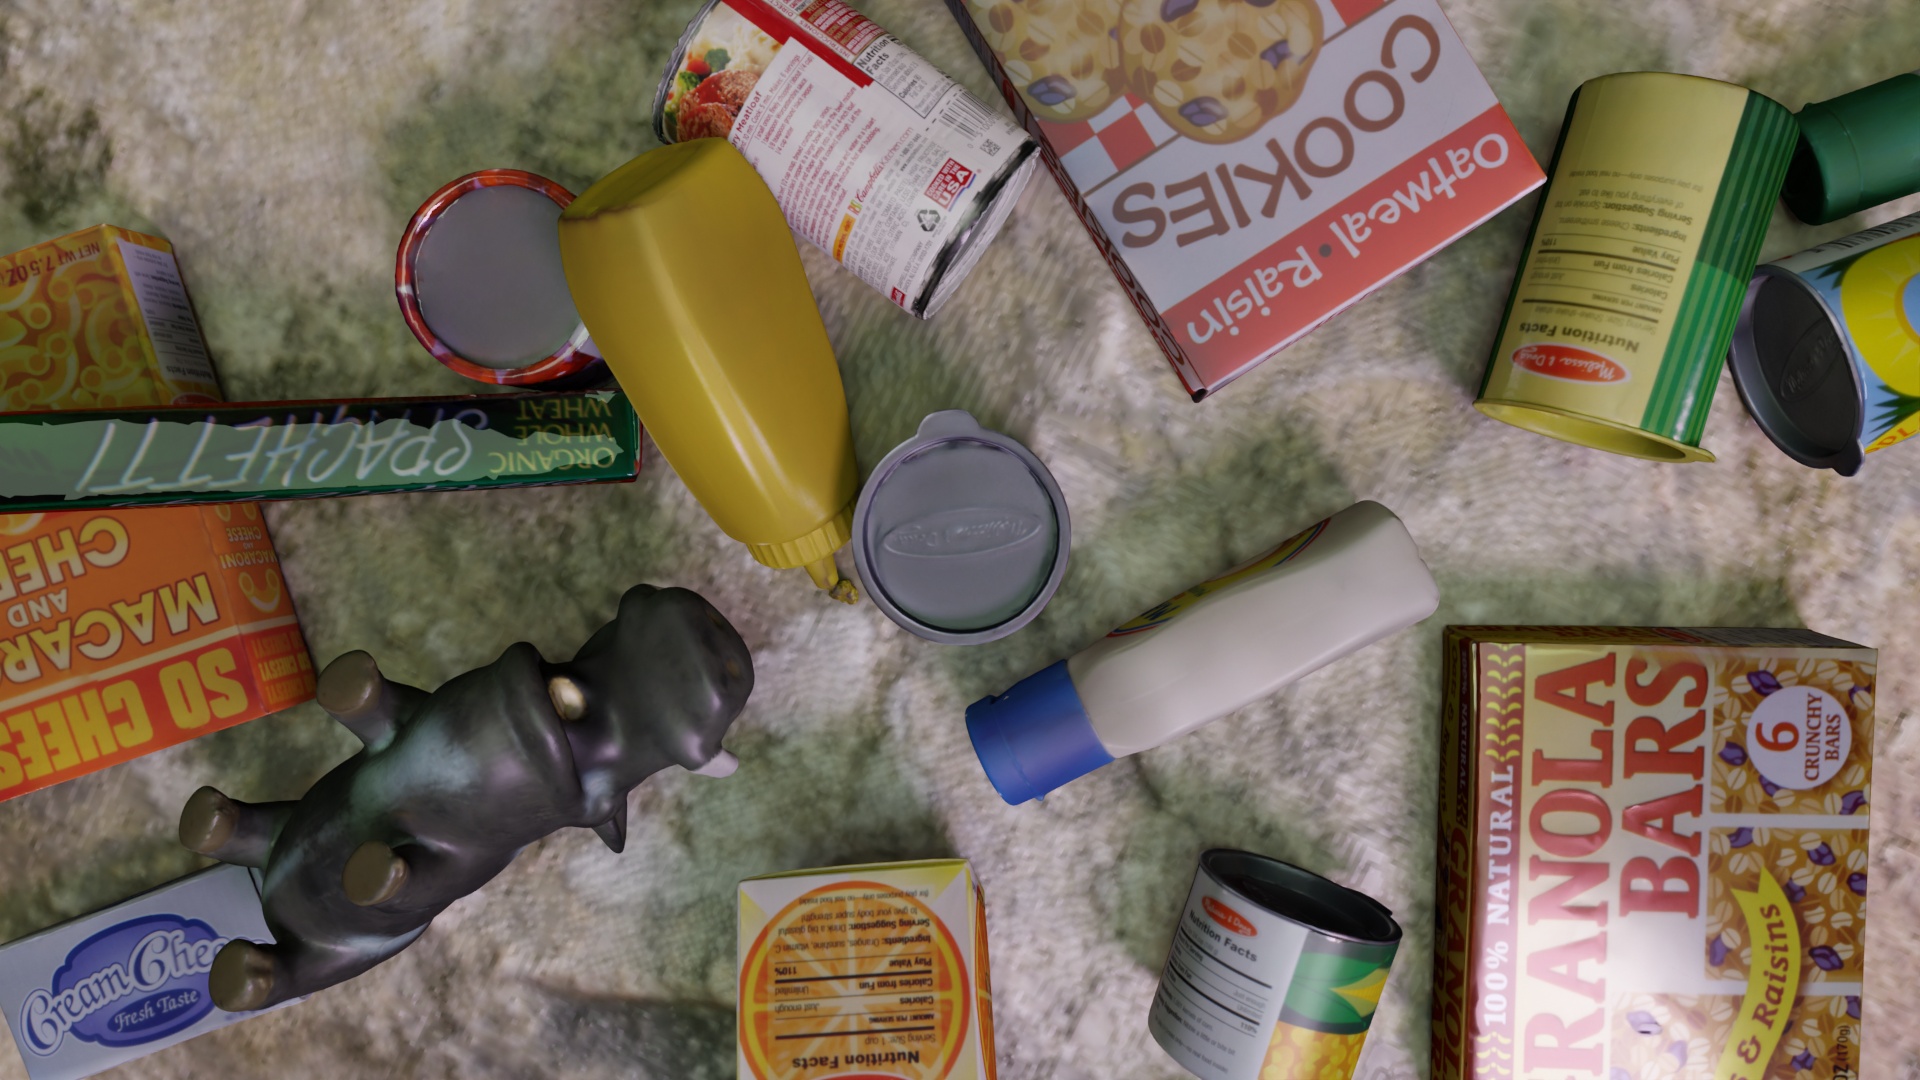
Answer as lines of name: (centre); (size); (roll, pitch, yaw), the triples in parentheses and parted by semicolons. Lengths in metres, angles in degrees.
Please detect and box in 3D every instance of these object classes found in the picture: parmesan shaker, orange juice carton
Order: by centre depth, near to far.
orange juice carton: (-0.024, 0.199, 0.412); (0.073, 0.071, 0.193); (-5, 68, 3)
parmesan shaker: (0.209, -0.081, 0.425); (0.071, 0.071, 0.103); (17, 93, 1)

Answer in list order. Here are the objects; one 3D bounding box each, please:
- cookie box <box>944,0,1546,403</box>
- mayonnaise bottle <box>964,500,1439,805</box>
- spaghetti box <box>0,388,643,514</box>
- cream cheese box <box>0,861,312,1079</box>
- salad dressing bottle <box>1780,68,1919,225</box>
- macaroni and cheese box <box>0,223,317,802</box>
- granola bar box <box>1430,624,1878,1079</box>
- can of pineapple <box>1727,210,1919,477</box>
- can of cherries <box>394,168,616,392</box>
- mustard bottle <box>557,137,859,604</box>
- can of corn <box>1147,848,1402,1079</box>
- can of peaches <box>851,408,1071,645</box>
cookie box: (0.085, -0.147, 0.442); (0.123, 0.040, 0.167); (-32, 90, 4)
mayonnaise bottle: (0.074, 0.037, 0.442); (0.148, 0.065, 0.041); (-27, 89, 7)
spaghetti box: (-0.223, -0.026, 0.423); (0.250, 0.050, 0.028); (-4, 90, -14)
cream cheese box: (-0.277, 0.147, 0.480); (0.104, 0.024, 0.053); (-20, 92, 3)
salad dressing bottle: (0.332, -0.138, 0.424); (0.147, 0.064, 0.044); (-18, 74, 12)
macaroni and cheese box: (-0.304, -0.005, 0.465); (0.124, 0.040, 0.166); (-18, 92, 3)
granola bar box: (0.221, 0.112, 0.450); (0.124, 0.039, 0.165); (1, 93, 3)
can of pineapple: (0.281, -0.060, 0.424); (0.058, 0.071, 0.071); (-19, 92, 3)
can of cherries: (-0.140, -0.080, 0.445); (0.071, 0.058, 0.071); (0, 93, 2)
mustard bottle: (-0.066, -0.040, 0.432); (0.049, 0.066, 0.159); (2, 128, 33)
can of corn: (0.101, 0.139, 0.444); (0.071, 0.071, 0.058); (18, 95, 1)
can of peaches: (0.002, -0.006, 0.443); (0.071, 0.058, 0.071); (0, 93, 3)
